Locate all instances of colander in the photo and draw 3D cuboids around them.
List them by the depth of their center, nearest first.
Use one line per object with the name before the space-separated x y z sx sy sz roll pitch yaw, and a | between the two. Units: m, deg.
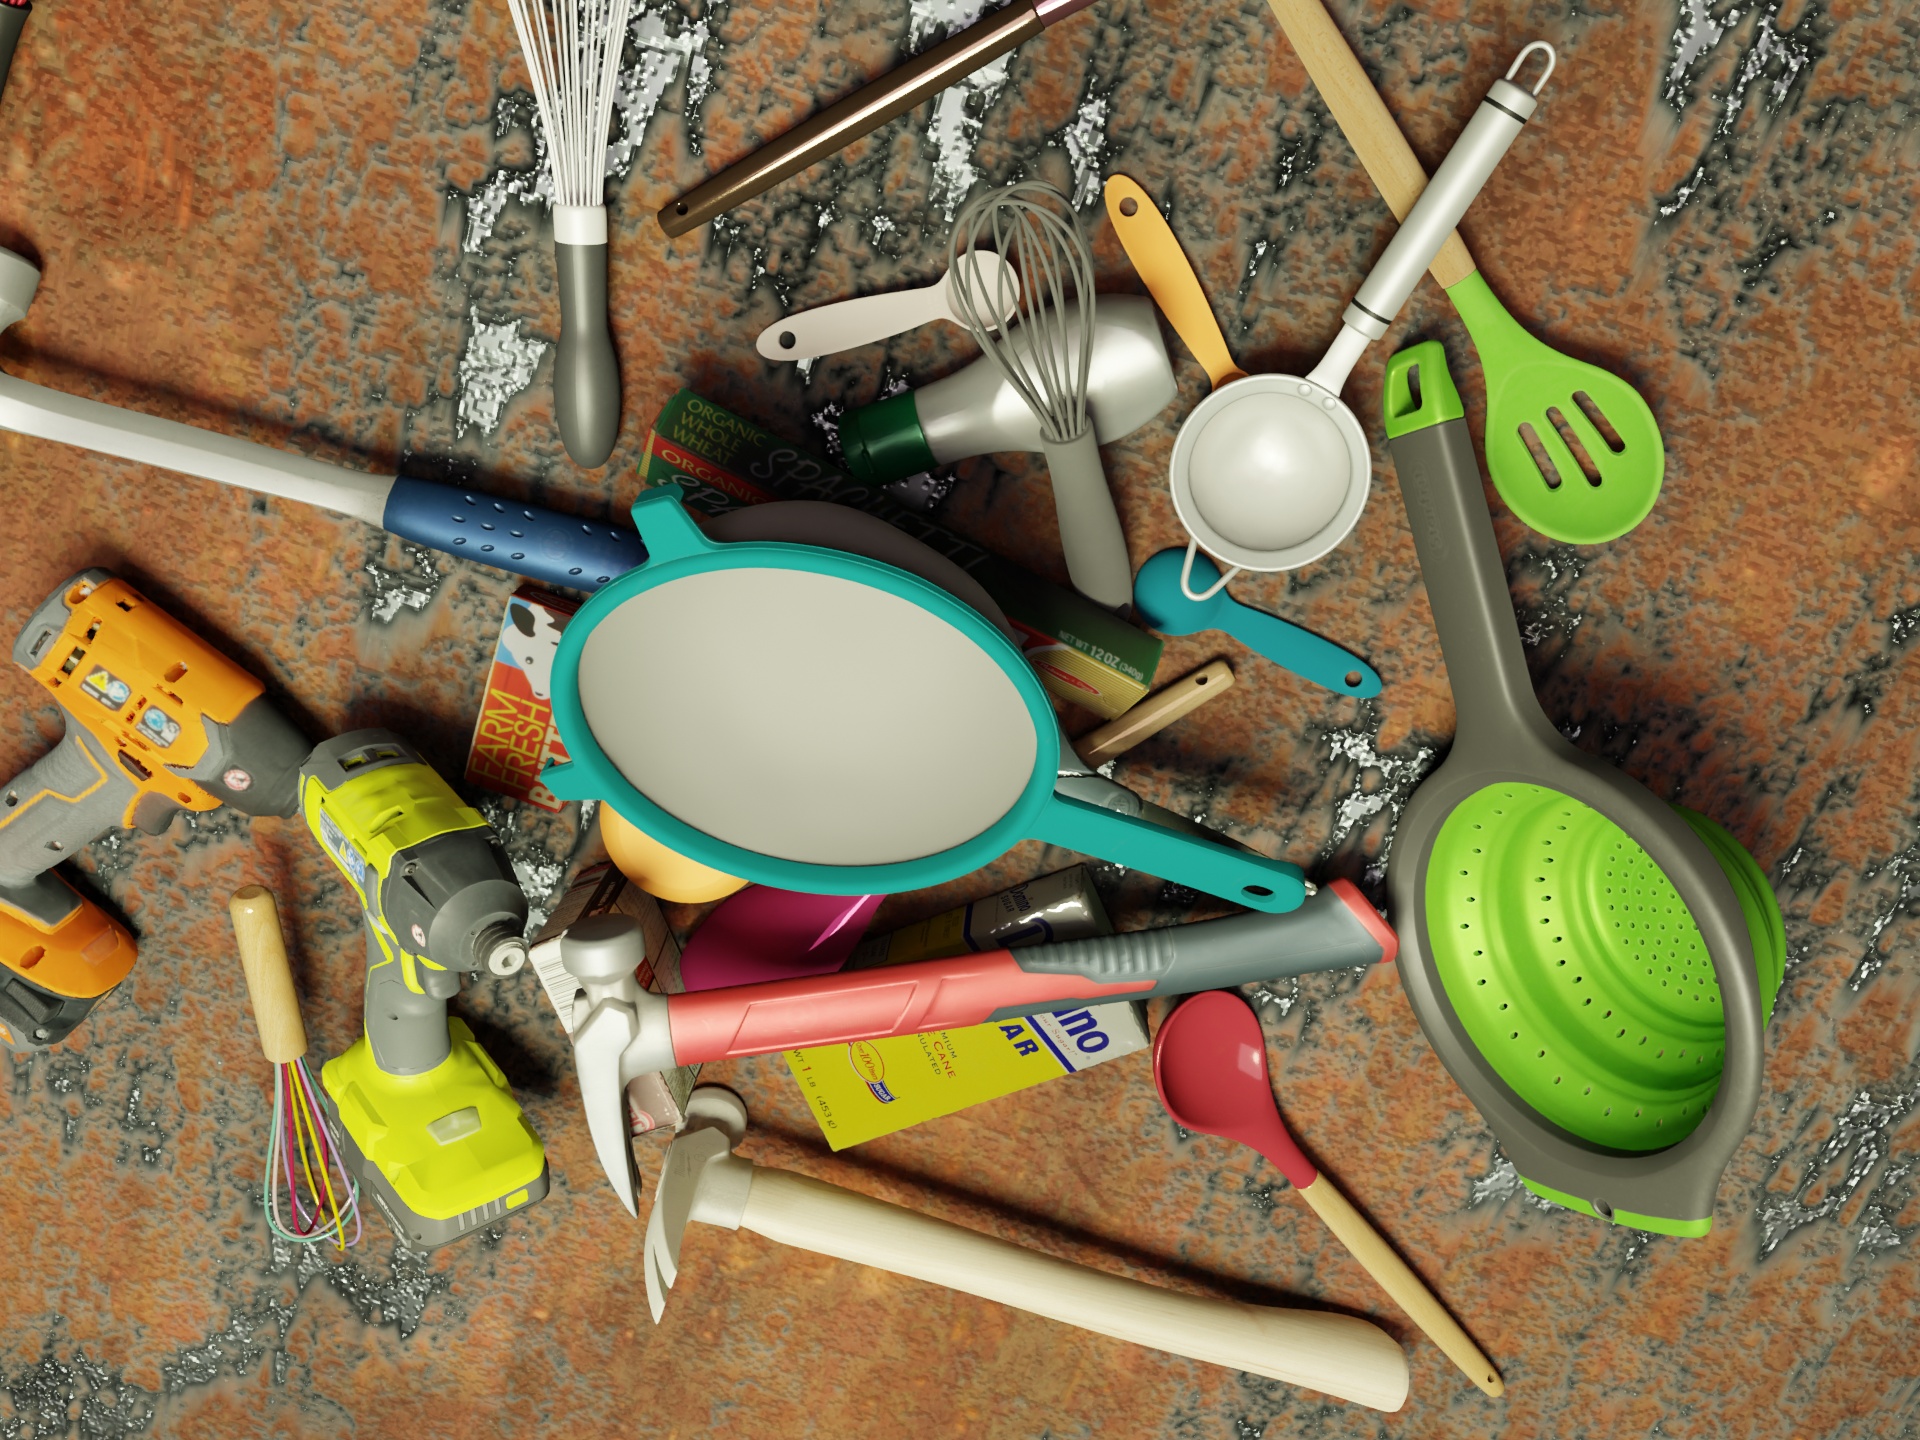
colander | 0.276 0.021 0.714 0.094 0.204 0.397 -16 93 -25

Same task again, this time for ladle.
ladle | 0.199 0.258 0.842 0.069 0.031 0.315 -46 107 -17

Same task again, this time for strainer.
strainer | 0.168 -0.162 0.670 0.087 0.050 0.258 31 116 -1
strainer | -0.001 -0.002 0.696 0.340 0.095 0.211 19 137 -13

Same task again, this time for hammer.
hammer | -0.273 -0.097 0.728 0.405 0.035 0.144 14 82 -5
hammer | 0.017 0.139 0.751 0.386 0.038 0.143 -7 106 -6
hammer | 0.042 0.297 0.822 0.410 0.146 0.038 18 110 -7

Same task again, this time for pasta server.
pasta server | 0.005 -0.278 0.648 0.316 0.040 0.060 -23 86 17

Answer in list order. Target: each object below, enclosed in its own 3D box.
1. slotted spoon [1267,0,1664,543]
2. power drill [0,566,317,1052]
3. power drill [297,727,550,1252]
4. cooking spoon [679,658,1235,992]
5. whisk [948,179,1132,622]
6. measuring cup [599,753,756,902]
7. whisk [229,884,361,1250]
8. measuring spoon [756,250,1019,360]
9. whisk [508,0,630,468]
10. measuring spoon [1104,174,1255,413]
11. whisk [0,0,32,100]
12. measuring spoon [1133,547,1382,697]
slotted spoon | 0.200 -0.210 0.671 0.070 0.031 0.313 -29 104 30
power drill | -0.424 0.056 0.795 0.164 0.084 0.226 39 105 -11
power drill | -0.253 0.136 0.762 0.171 0.080 0.223 35 129 39
cooking spoon | -0.006 0.057 0.780 0.319 0.017 0.069 -31 64 10
whisk | 0.043 -0.118 0.662 0.055 0.055 0.238 -11 138 9
measuring cup | -0.105 0.017 0.766 0.095 0.052 0.173 40 110 -10
whisk | -0.353 0.188 0.837 0.051 0.047 0.244 -3 120 -9
measuring spoon | -0.032 -0.181 0.710 0.124 0.018 0.034 -10 104 15
whisk | -0.163 -0.246 0.677 0.070 0.070 0.284 5 116 3
measuring spoon | 0.096 -0.187 0.699 0.021 0.011 0.117 -30 101 11
whisk | -0.394 -0.321 0.666 0.073 0.073 0.295 36 115 -9
measuring spoon | 0.140 -0.039 0.741 0.128 0.021 0.042 25 110 -4
